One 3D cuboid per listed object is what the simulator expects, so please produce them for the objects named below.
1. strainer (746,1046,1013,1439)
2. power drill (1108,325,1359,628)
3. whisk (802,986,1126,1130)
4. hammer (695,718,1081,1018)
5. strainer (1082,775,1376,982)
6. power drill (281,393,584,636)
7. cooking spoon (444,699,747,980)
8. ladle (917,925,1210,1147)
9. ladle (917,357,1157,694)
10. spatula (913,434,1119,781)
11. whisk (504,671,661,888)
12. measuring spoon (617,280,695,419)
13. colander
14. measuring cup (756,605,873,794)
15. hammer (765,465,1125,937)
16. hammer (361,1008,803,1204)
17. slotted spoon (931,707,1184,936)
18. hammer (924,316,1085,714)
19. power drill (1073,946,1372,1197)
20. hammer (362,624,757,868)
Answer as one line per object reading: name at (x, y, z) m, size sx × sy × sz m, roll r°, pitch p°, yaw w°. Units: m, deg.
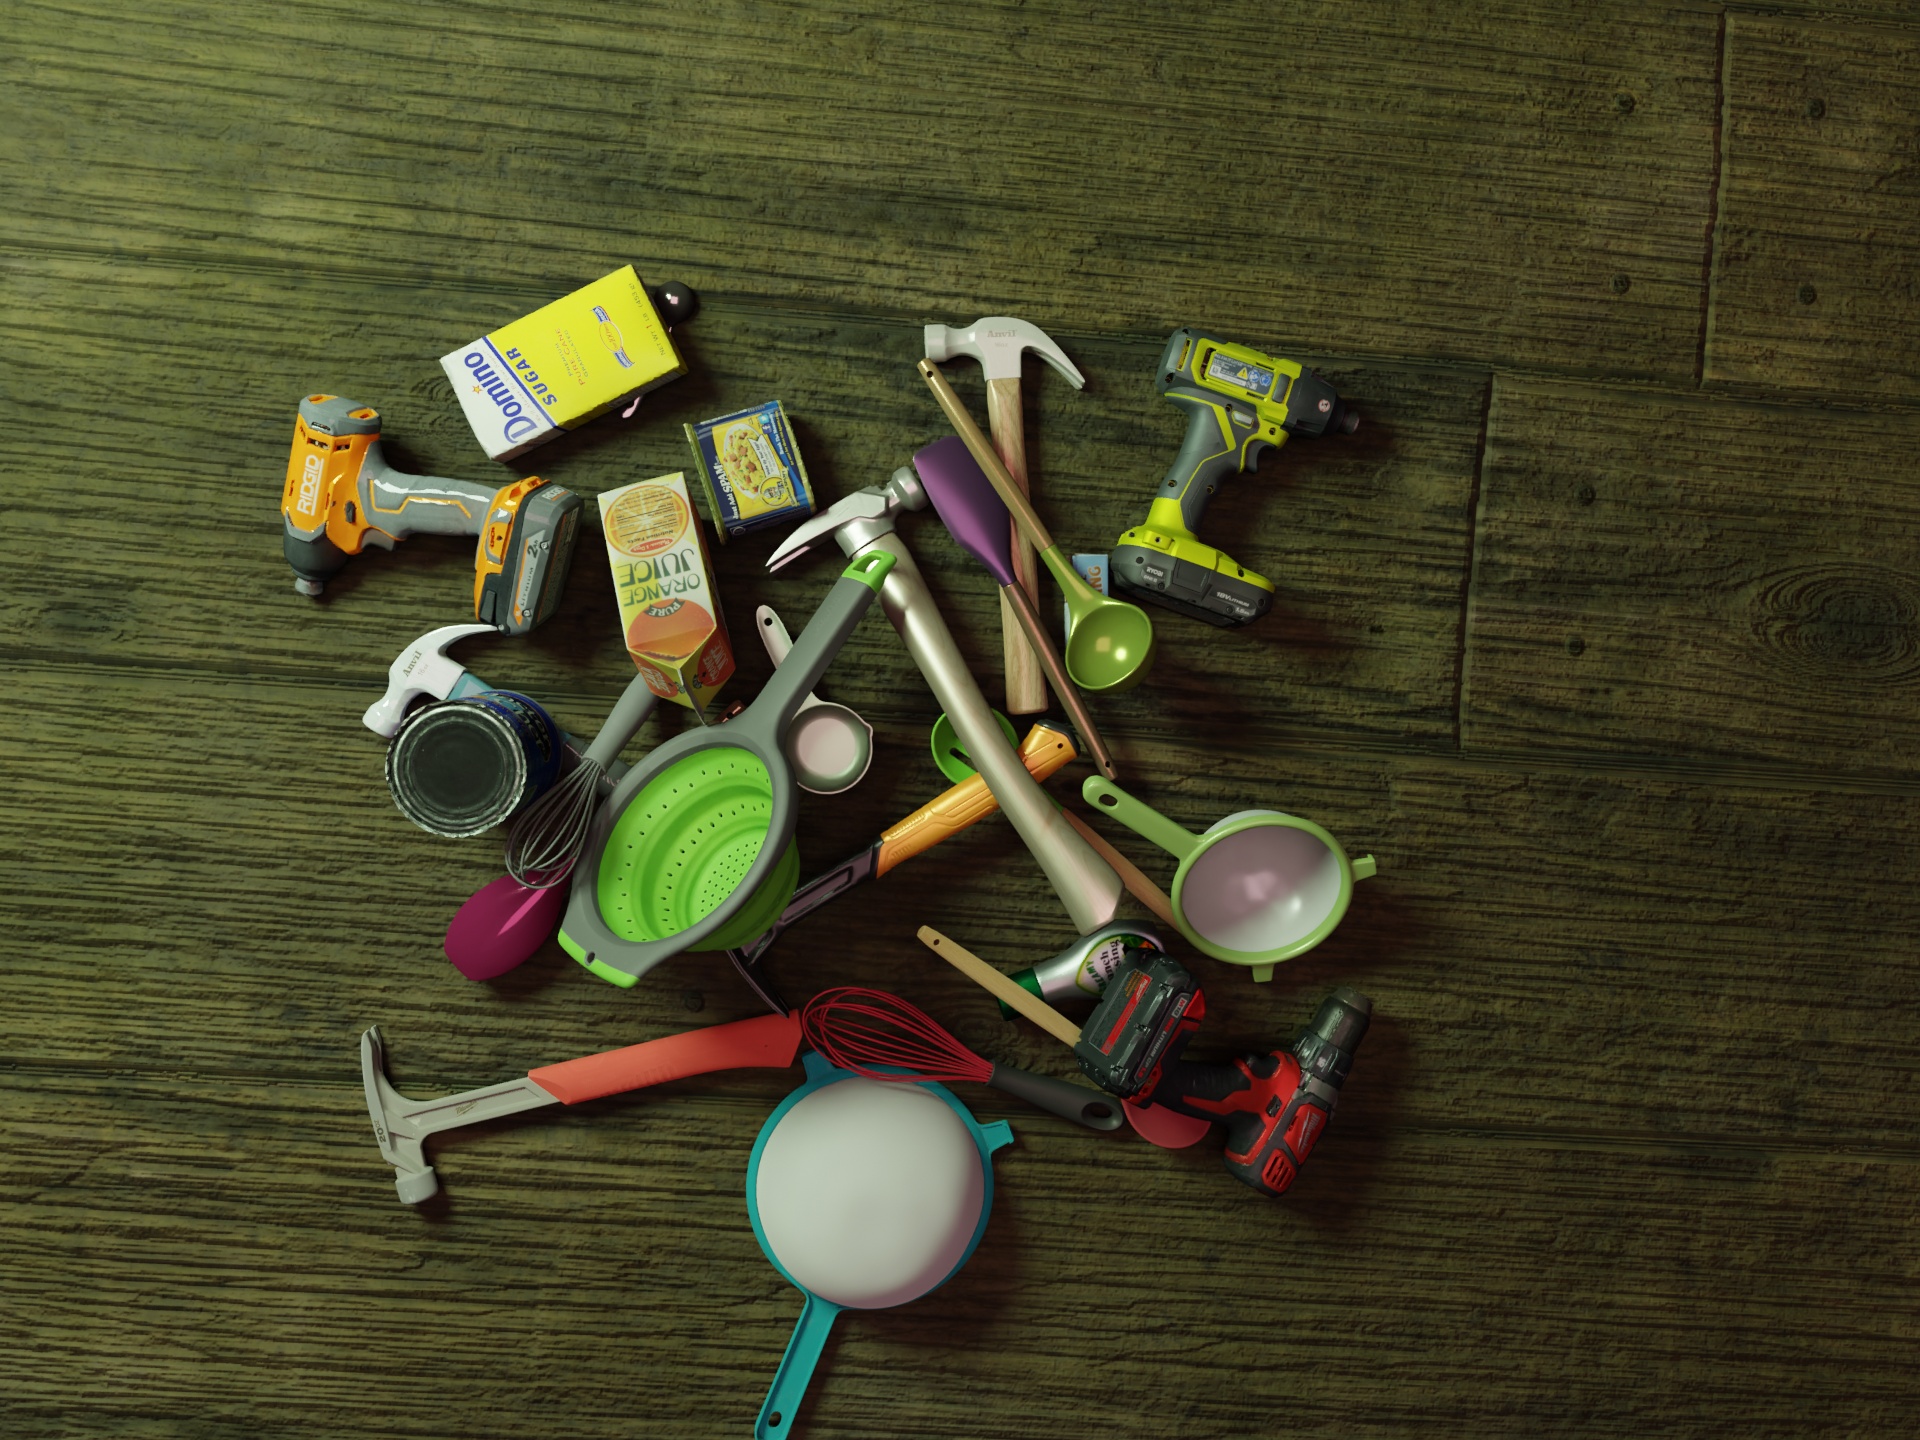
strainer at (-0.098, 0.458, 1.315) m, size 0.211 × 0.095 × 0.340 m, roll 23°, pitch 89°, yaw -4°
power drill at (0.226, -0.197, 1.328) m, size 0.171 × 0.080 × 0.223 m, roll 19°, pitch 87°, yaw -4°
whisk at (0.006, 0.291, 1.339) m, size 0.295 × 0.073 × 0.073 m, roll 21°, pitch 90°, yaw -11°
hammer at (-0.045, 0.108, 1.312) m, size 0.337 × 0.034 × 0.127 m, roll -32°, pitch 96°, yaw -1°
strainer at (0.204, 0.102, 1.320) m, size 0.256 × 0.069 × 0.151 m, roll 31°, pitch 114°, yaw -16°
power drill at (-0.433, -0.148, 1.277) m, size 0.226 × 0.084 × 0.164 m, roll 20°, pitch 111°, yaw -1°
cooking spoon at (-0.295, 0.094, 1.297) m, size 0.319 × 0.017 × 0.069 m, roll -42°, pitch 91°, yaw 0°
ladle at (0.087, 0.259, 1.323) m, size 0.315 × 0.031 × 0.069 m, roll 37°, pitch 84°, yaw -18°
ladle at (0.054, -0.161, 1.283) m, size 0.078 × 0.062 × 0.320 m, roll -34°, pitch 86°, yaw 14°
spatula at (0.055, -0.091, 1.316) m, size 0.060 × 0.018 × 0.316 m, roll -28°, pitch 93°, yaw -13°
whisk at (-0.288, 0.037, 1.263) m, size 0.055 × 0.055 × 0.239 m, roll 30°, pitch 54°, yaw -4°
measuring spoon at (-0.256, -0.307, 1.319) m, size 0.034 × 0.018 × 0.124 m, roll 24°, pitch 91°, yaw -4°
colander at (-0.149, 0.044, 1.251) m, size 0.397 × 0.205 × 0.094 m, roll -57°, pitch 135°, yaw -14°
measuring cup at (-0.130, -0.018, 1.328) m, size 0.083 × 0.038 × 0.167 m, roll -25°, pitch 91°, yaw -3°
hammer at (-0.002, -0.004, 1.286) m, size 0.146 × 0.038 × 0.411 m, roll -31°, pitch 78°, yaw -1°
hammer at (-0.309, 0.288, 1.326) m, size 0.359 × 0.037 × 0.149 m, roll -13°, pitch 93°, yaw -3°
slotted spoon at (0.101, 0.098, 1.352) m, size 0.313 × 0.031 × 0.070 m, roll 41°, pitch 89°, yaw -6°
hammer at (0.047, -0.171, 1.337) m, size 0.130 × 0.031 × 0.331 m, roll -5°, pitch 92°, yaw -3°
power drill at (0.228, 0.271, 1.317) m, size 0.226 × 0.080 × 0.188 m, roll 33°, pitch 85°, yaw -21°
hammer at (-0.318, 0.032, 1.319) m, size 0.331 × 0.033 × 0.128 m, roll 32°, pitch 91°, yaw -4°
